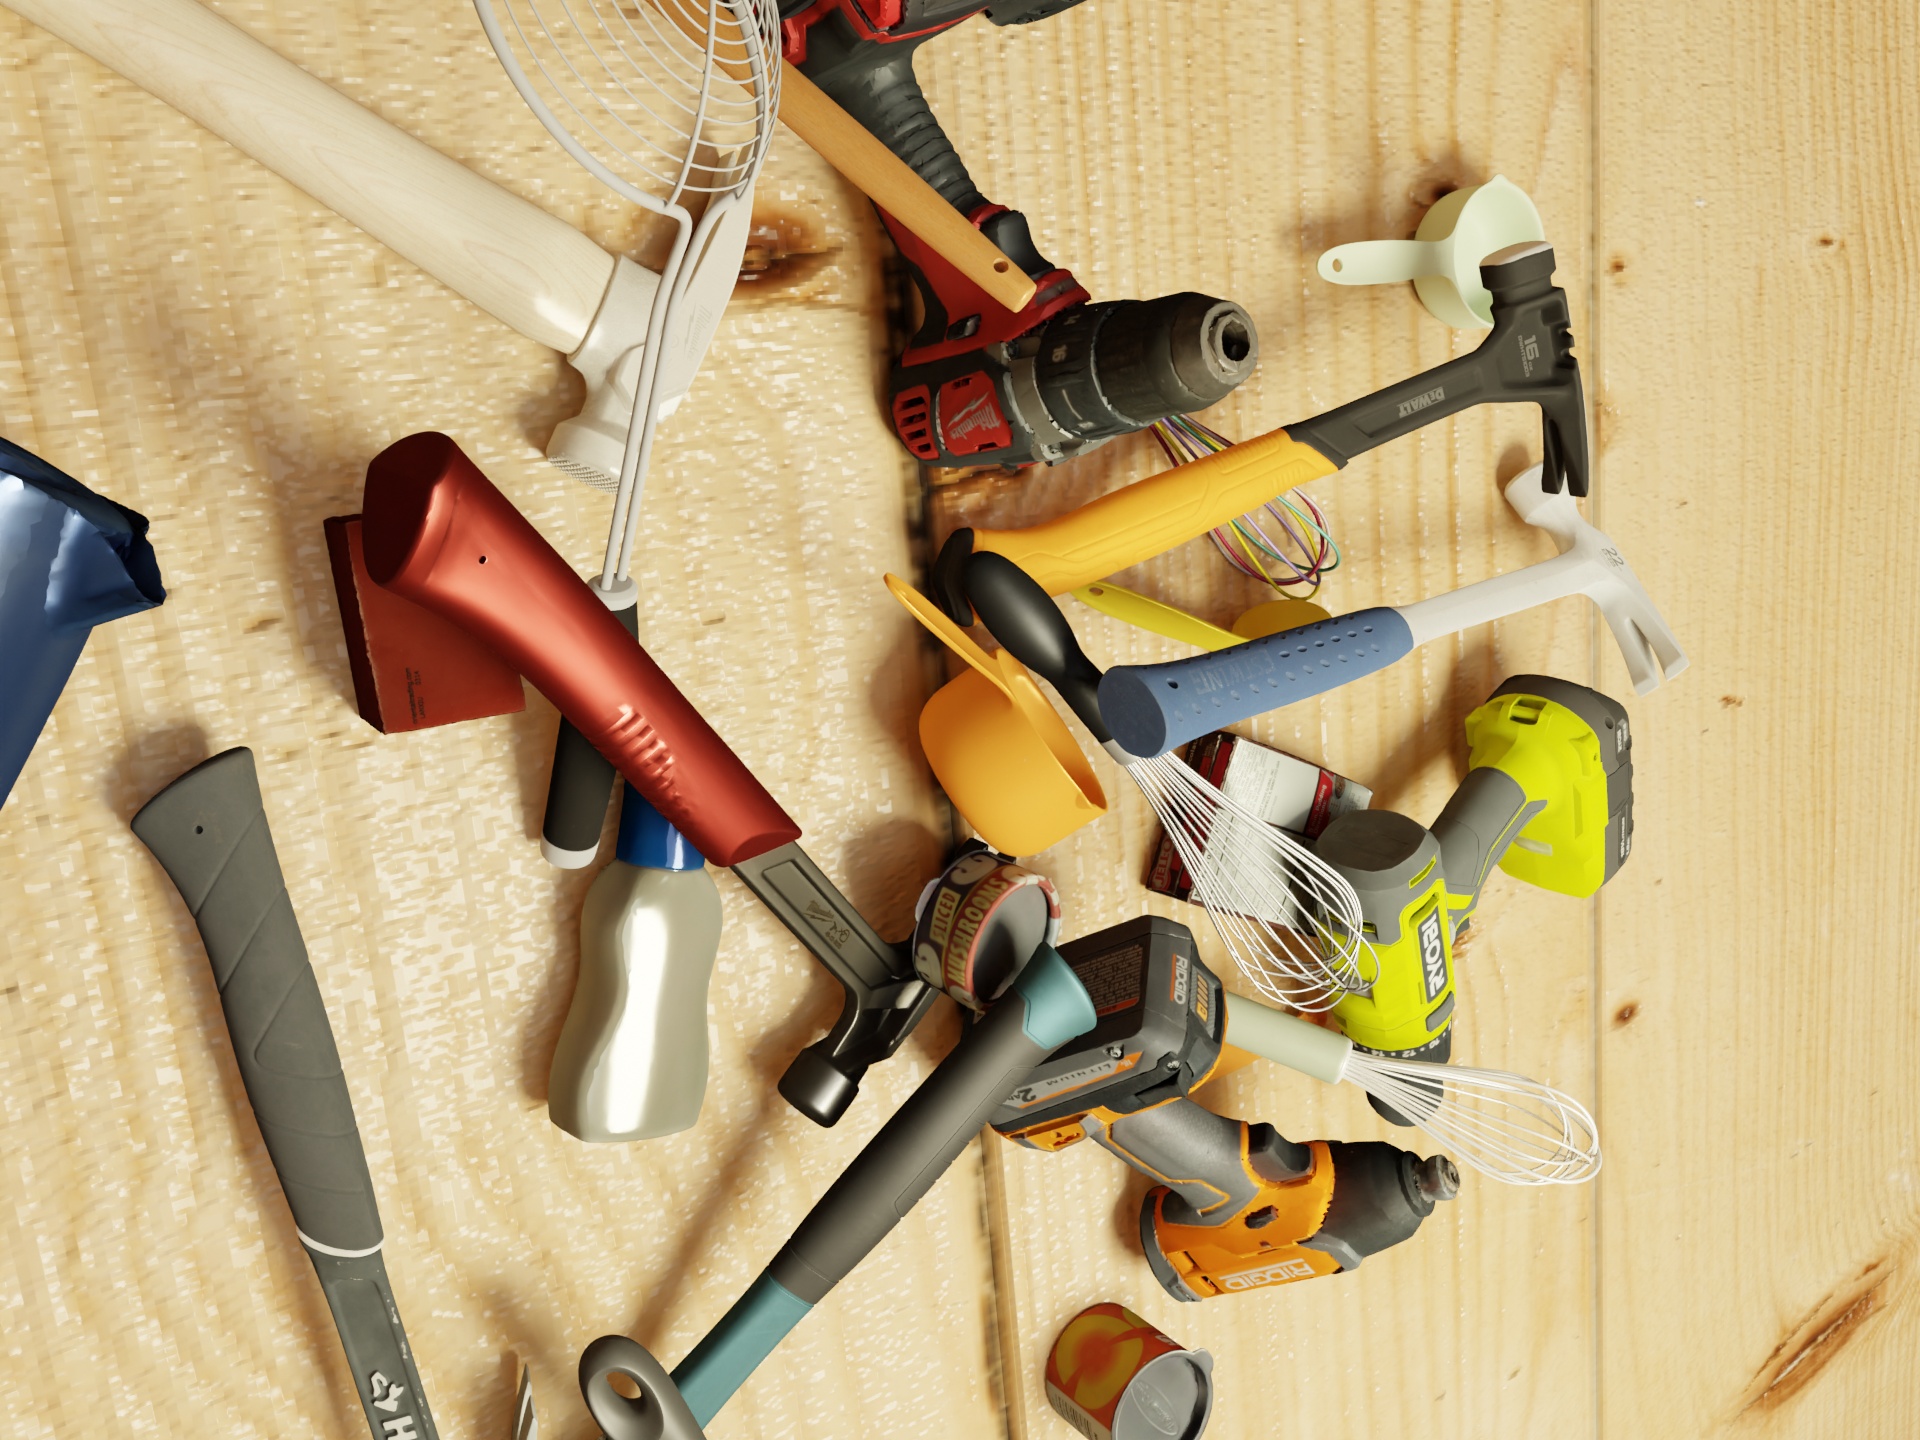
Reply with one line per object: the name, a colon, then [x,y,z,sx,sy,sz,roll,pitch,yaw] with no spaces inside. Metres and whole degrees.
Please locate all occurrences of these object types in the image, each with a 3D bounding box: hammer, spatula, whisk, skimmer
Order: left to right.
hammer: [-0.255,-0.229,0.517,0.410,0.038,0.146,26,81,-33]
hammer: [-0.219,0.208,0.590,0.149,0.036,0.409,-13,102,-5]
skimmer: [-0.134,-0.111,0.556,0.127,0.090,0.363,-36,148,-54]
spatula: [-0.097,-0.258,0.563,0.322,0.041,0.081,41,73,-1]
hammer: [-0.089,0.021,0.598,0.149,0.037,0.358,-54,140,-19]
whisk: [-0.081,0.366,0.664,0.073,0.073,0.295,-35,112,-24]
hammer: [-0.061,0.228,0.671,0.331,0.033,0.128,-48,117,0]
whisk: [0.095,0.030,0.722,0.284,0.070,0.070,47,72,-17]
whisk: [0.104,-0.137,0.765,0.244,0.051,0.047,38,82,-28]
hammer: [0.146,-0.112,0.748,0.337,0.034,0.127,-23,109,-12]
whisk: [0.198,0.172,0.794,0.059,0.246,0.057,-56,164,-56]
hammer: [0.224,-0.042,0.782,0.405,0.035,0.144,-17,69,-39]

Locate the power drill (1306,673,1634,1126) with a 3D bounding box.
power drill: [0.280,0.096,0.874,0.228,0.080,0.190,-37,126,-31]

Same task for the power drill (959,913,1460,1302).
power drill: [0.123,0.193,0.759,0.226,0.164,0.084,47,34,-28]

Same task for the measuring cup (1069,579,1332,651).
measuring cup: [0.122,-0.053,0.793,0.156,0.062,0.029,18,57,-22]

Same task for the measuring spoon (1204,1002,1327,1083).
measuring spoon: [0.153,0.177,0.867,0.117,0.011,0.021,-15,105,-27]

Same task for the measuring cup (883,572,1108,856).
measuring cup: [-0.001,-0.002,0.675,0.052,0.095,0.173,-35,137,12]

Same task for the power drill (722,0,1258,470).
power drill: [0.013,-0.207,0.610,0.080,0.188,0.226,-32,110,-30]

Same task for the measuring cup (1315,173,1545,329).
measuring cup: [0.240,-0.242,0.840,0.167,0.038,0.083,-12,104,-29]

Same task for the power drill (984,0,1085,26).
power drill: [0.044,-0.421,0.662,0.143,0.079,0.220,32,77,-33]
